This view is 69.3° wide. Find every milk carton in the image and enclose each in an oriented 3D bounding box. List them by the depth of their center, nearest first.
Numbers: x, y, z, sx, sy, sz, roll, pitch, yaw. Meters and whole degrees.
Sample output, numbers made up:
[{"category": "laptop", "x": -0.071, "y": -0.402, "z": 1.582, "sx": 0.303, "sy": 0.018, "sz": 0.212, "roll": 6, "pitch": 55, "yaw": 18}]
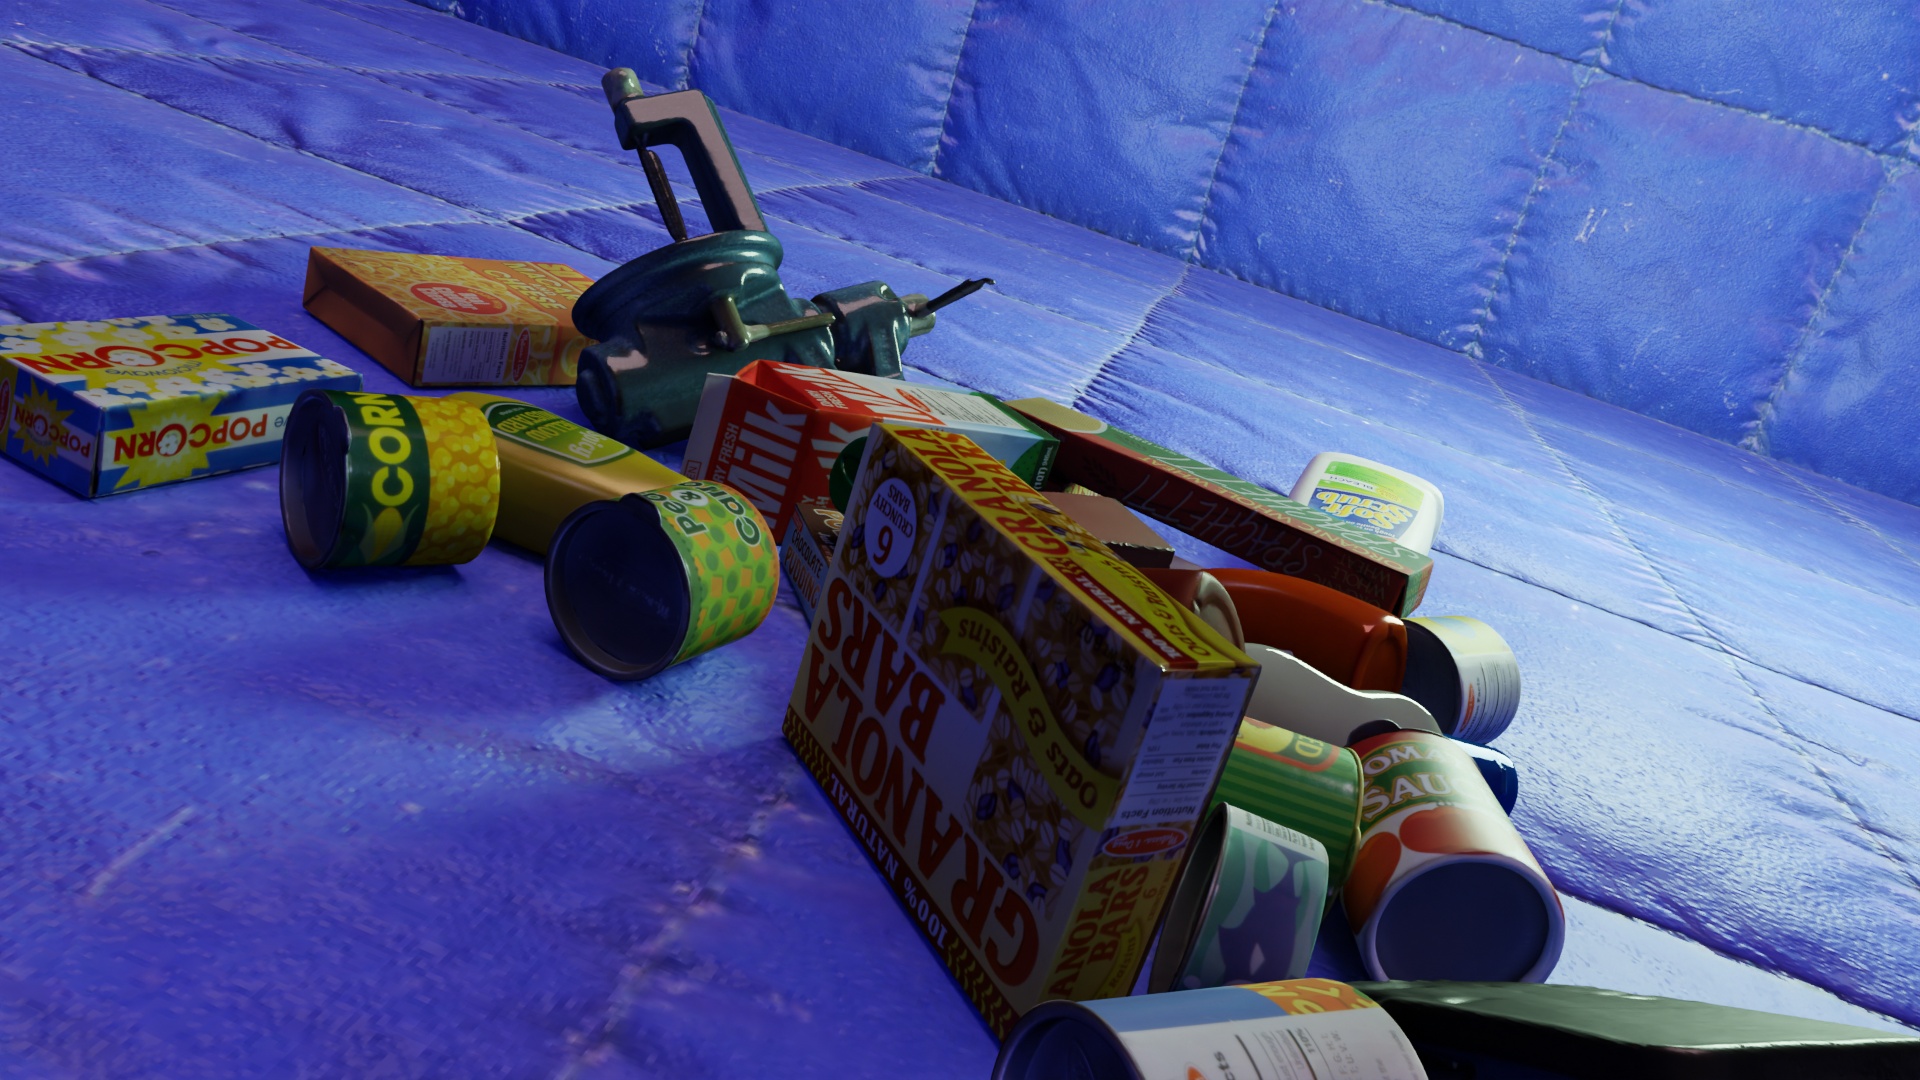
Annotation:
[{"category": "milk carton", "x": -0.052, "y": -0.042, "z": 0.714, "sx": 0.191, "sy": 0.072, "sz": 0.073, "roll": 5, "pitch": 23, "yaw": -36}]

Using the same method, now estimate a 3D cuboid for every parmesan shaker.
[{"category": "parmesan shaker", "x": 0.076, "y": 0.087, "z": 0.473, "sx": 0.103, "sy": 0.071, "sz": 0.071, "roll": 18, "pitch": 19, "yaw": 0}]

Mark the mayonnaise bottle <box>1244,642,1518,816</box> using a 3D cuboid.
[{"category": "mayonnaise bottle", "x": 0.159, "y": 0.087, "z": 0.564, "sx": 0.148, "sy": 0.065, "sz": 0.041, "roll": 17, "pitch": -21, "yaw": -23}]

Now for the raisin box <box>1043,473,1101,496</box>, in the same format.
[{"category": "raisin box", "x": 0.047, "y": -0.042, "z": 0.852, "sx": 0.086, "sy": 0.040, "sz": 0.124, "roll": 27, "pitch": 22, "yaw": 23}]

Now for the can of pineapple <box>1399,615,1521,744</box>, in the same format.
[{"category": "can of pineapple", "x": 0.220, "y": 0.068, "z": 0.659, "sx": 0.058, "sy": 0.070, "sz": 0.071, "roll": 1, "pitch": 25, "yaw": -42}]

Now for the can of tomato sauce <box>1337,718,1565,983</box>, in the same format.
[{"category": "can of tomato sauce", "x": 0.162, "y": 0.112, "z": 0.481, "sx": 0.071, "sy": 0.071, "sz": 0.083, "roll": 16, "pitch": 19, "yaw": -4}]

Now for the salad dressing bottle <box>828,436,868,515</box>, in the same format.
[{"category": "salad dressing bottle", "x": 0.002, "y": -0.008, "z": 0.646, "sx": 0.147, "sy": 0.044, "sz": 0.064, "roll": 24, "pitch": 20, "yaw": -46}]

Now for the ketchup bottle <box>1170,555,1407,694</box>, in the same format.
[{"category": "ketchup bottle", "x": 0.141, "y": 0.042, "z": 0.672, "sx": 0.044, "sy": 0.064, "sz": 0.149, "roll": -8, "pitch": 23, "yaw": -38}]

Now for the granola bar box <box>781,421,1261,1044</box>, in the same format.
[{"category": "granola bar box", "x": 0.007, "y": 0.051, "z": 0.428, "sx": 0.039, "sy": 0.123, "sz": 0.166, "roll": 5, "pitch": 23, "yaw": -34}]

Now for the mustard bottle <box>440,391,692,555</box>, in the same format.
[{"category": "mustard bottle", "x": -0.153, "y": -0.017, "z": 0.587, "sx": 0.160, "sy": 0.048, "sz": 0.065, "roll": 21, "pitch": 21, "yaw": 9}]

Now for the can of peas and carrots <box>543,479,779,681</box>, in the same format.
[{"category": "can of peas and carrots", "x": -0.109, "y": 0.011, "z": 0.517, "sx": 0.071, "sy": 0.070, "sz": 0.059, "roll": 25, "pitch": 20, "yaw": 20}]

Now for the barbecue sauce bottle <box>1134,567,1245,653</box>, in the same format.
[{"category": "barbecue sauce bottle", "x": 0.030, "y": 0.037, "z": 0.536, "sx": 0.148, "sy": 0.064, "sz": 0.044, "roll": 1, "pitch": 53, "yaw": 31}]

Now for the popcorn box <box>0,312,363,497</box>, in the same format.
[{"category": "popcorn box", "x": -0.325, "y": -0.060, "z": 0.570, "sx": 0.085, "sy": 0.038, "sz": 0.127, "roll": 24, "pitch": 20, "yaw": 16}]

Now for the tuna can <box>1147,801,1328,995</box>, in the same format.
[{"category": "tuna can", "x": 0.080, "y": 0.116, "z": 0.408, "sx": 0.033, "sy": 0.070, "sz": 0.071, "roll": 21, "pitch": 19, "yaw": 6}]

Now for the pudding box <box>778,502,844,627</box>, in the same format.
[{"category": "pudding box", "x": -0.047, "y": 0.015, "z": 0.622, "sx": 0.050, "sy": 0.030, "sz": 0.084, "roll": 11, "pitch": 20, "yaw": -23}]

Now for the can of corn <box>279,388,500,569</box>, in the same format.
[{"category": "can of corn", "x": -0.214, "y": -0.024, "z": 0.522, "sx": 0.058, "sy": 0.071, "sz": 0.071, "roll": 0, "pitch": 26, "yaw": -44}]

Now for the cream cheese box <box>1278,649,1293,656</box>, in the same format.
[{"category": "cream cheese box", "x": 0.104, "y": 0.069, "z": 0.591, "sx": 0.104, "sy": 0.024, "sz": 0.053, "roll": 9, "pitch": 44, "yaw": -25}]

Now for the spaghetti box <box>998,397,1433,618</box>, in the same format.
[{"category": "spaghetti box", "x": 0.130, "y": -0.022, "z": 0.751, "sx": 0.250, "sy": 0.028, "sz": 0.050, "roll": 26, "pitch": 22, "yaw": 27}]

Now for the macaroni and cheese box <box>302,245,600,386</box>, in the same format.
[{"category": "macaroni and cheese box", "x": -0.270, "y": -0.129, "z": 0.807, "sx": 0.124, "sy": 0.040, "sz": 0.167, "roll": 31, "pitch": 23, "yaw": 33}]

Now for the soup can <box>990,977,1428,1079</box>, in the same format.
[{"category": "soup can", "x": 0.057, "y": 0.139, "z": 0.324, "sx": 0.084, "sy": 0.071, "sz": 0.071, "roll": 7, "pitch": 22, "yaw": -32}]
